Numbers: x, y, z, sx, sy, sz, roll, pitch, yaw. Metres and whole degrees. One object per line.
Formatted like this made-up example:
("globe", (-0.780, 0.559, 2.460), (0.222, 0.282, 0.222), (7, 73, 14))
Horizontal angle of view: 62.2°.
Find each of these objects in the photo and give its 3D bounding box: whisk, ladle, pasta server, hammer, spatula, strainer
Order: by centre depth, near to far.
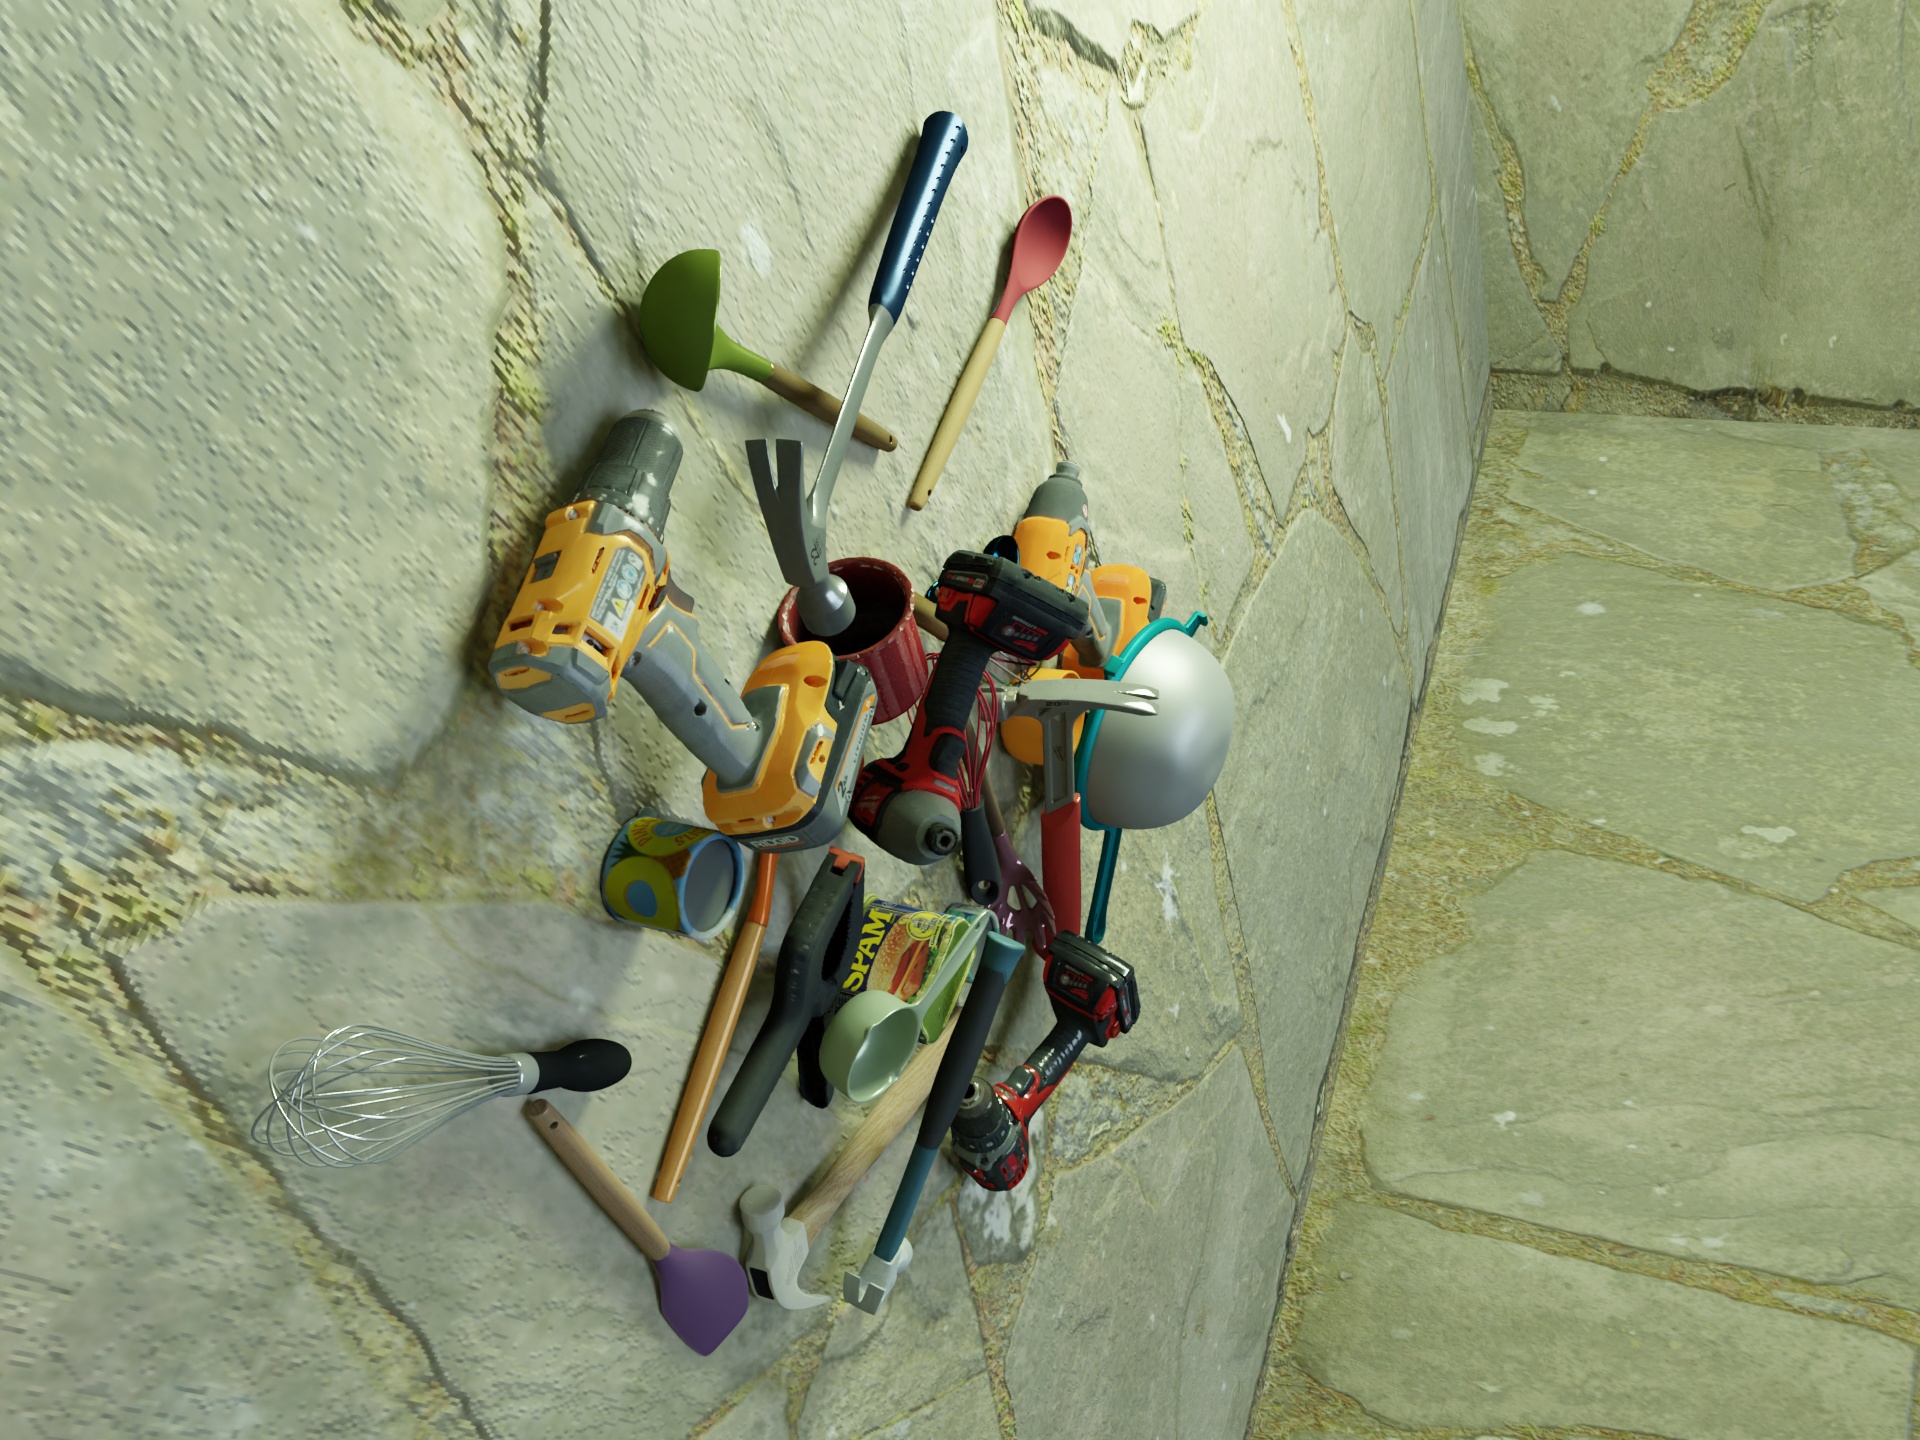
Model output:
("whisk", (-0.250, 0.185, 0.818), (0.284, 0.070, 0.070), (23, 77, -69))
("ladle", (-0.101, -0.212, 0.999), (0.320, 0.062, 0.078), (12, 82, -67))
("spatula", (-0.197, 0.320, 1.001), (0.060, 0.018, 0.315), (-46, 140, -23))
("hammer", (-0.054, -0.258, 1.031), (0.143, 0.035, 0.406), (72, 27, -54))
("spatula", (-0.135, 0.161, 1.056), (0.081, 0.041, 0.323), (74, 32, -72))
("hammer", (-0.019, 0.309, 1.218), (0.128, 0.033, 0.331), (-31, 142, -73))
("hammer", (-0.069, 0.332, 1.258), (0.331, 0.031, 0.130), (-42, 134, -53))
("ladle", (0.022, -0.293, 1.260), (0.316, 0.031, 0.069), (-67, 149, -23))
("whisk", (0.004, -0.069, 1.275), (0.244, 0.047, 0.051), (28, 63, -59))
("whisk", (0.005, 0.053, 1.299), (0.295, 0.073, 0.073), (80, 31, -43))
("pasta server", (0.025, 0.081, 1.369), (0.040, 0.060, 0.315), (-89, 165, -50))
("hammer", (0.099, 0.102, 1.424), (0.037, 0.149, 0.358), (-81, 170, -45))
("strainer", (0.185, 0.076, 1.488), (0.211, 0.095, 0.340), (-27, 132, -53))

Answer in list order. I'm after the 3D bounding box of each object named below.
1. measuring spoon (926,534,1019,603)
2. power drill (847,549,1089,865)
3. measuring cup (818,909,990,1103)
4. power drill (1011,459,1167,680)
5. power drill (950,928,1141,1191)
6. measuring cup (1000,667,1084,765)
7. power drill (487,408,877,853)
("measuring spoon", (0.005, -0.120, 1.297), (0.128, 0.021, 0.042), (-30, 122, -47))
("power drill", (-0.002, -0.004, 1.122), (0.078, 0.143, 0.219), (25, 90, -23))
("measuring cup", (-0.040, 0.192, 1.126), (0.168, 0.038, 0.083), (-51, 148, -23))
("power drill", (0.112, -0.124, 1.440), (0.226, 0.084, 0.164), (34, 67, -58))
("power drill", (0.066, 0.302, 1.427), (0.227, 0.080, 0.187), (-52, 151, -22))
("measuring cup", (0.074, 0.033, 1.440), (0.095, 0.052, 0.173), (-44, 137, -52))
("power drill", (-0.144, -0.048, 0.892), (0.226, 0.084, 0.185), (42, 50, -40))
